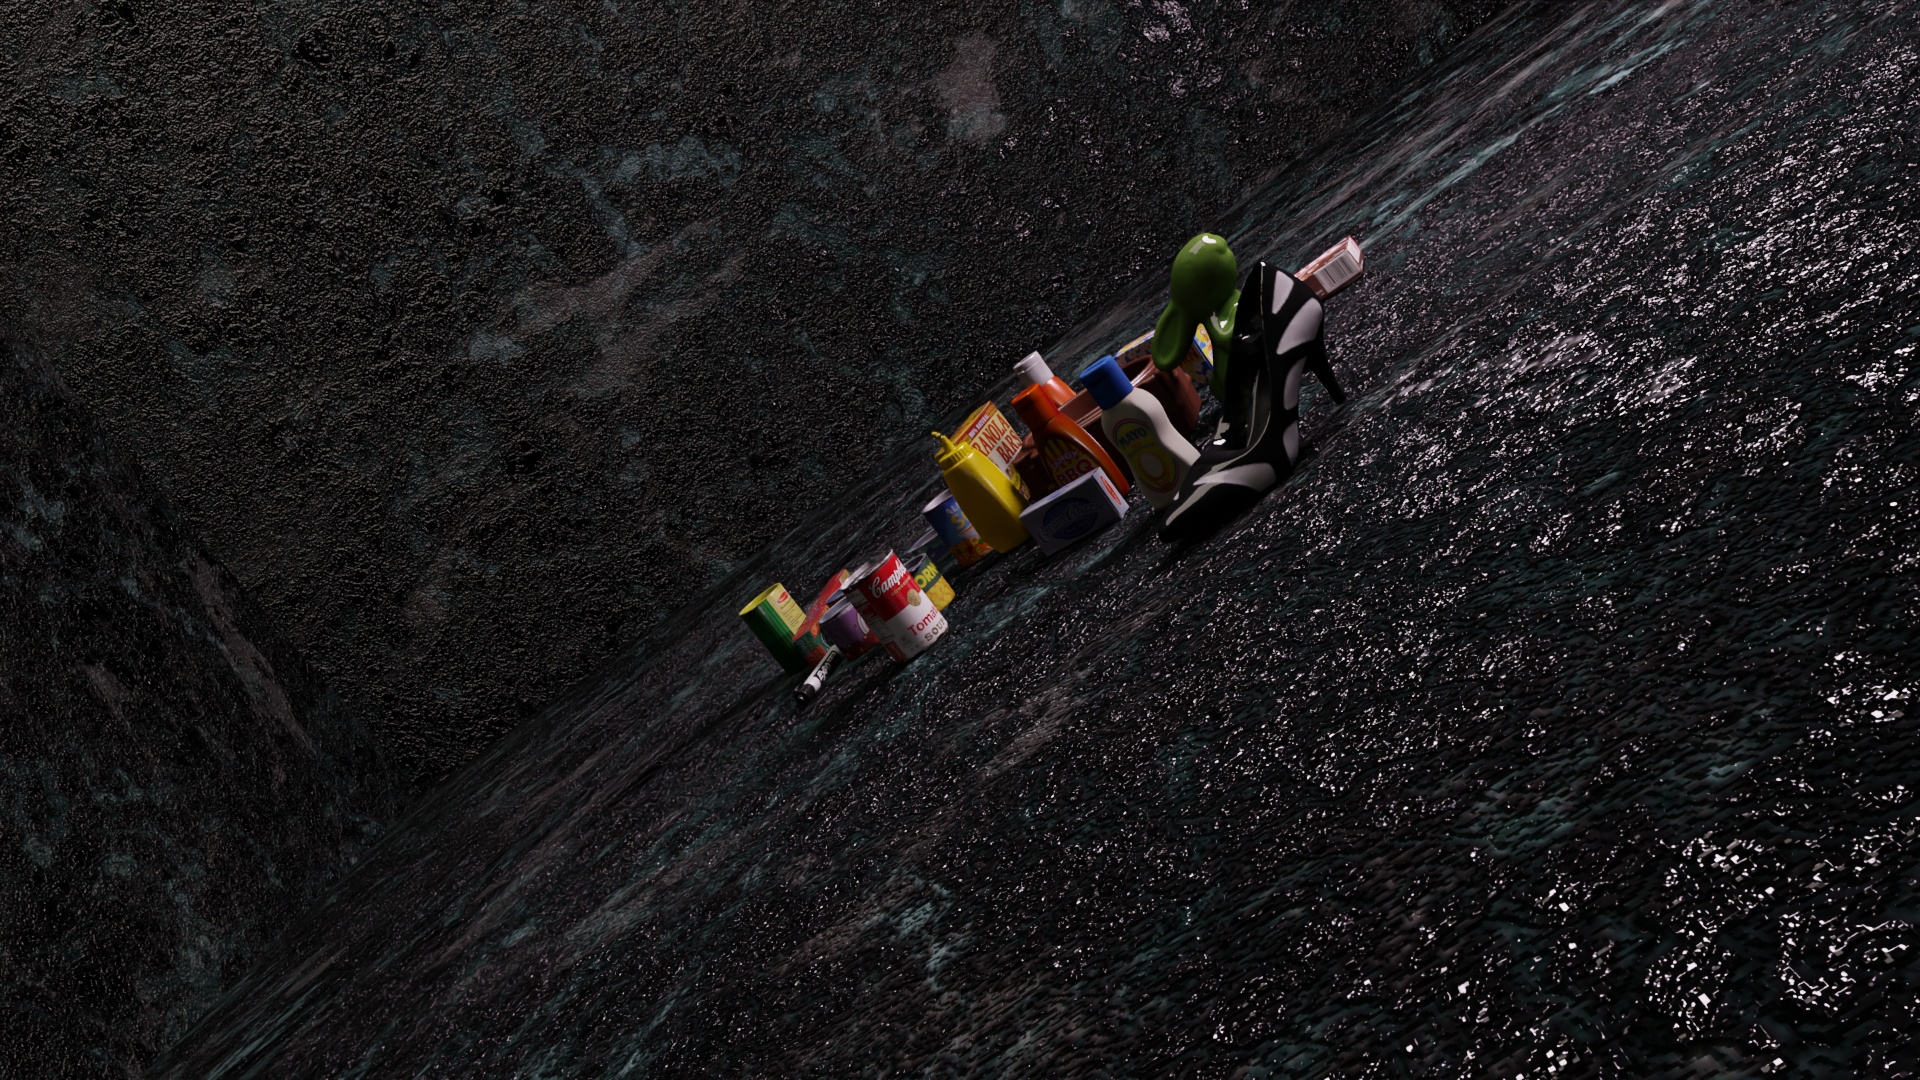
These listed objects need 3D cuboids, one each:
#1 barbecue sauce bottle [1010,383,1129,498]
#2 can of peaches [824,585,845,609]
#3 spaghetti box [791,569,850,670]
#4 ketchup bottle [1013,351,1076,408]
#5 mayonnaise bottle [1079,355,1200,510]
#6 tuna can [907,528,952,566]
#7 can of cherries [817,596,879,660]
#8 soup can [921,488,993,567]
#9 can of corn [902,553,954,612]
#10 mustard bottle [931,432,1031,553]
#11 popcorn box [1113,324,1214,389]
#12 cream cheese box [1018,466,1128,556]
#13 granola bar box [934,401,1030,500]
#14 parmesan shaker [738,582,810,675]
[{"bbox_3d":[0.110,-0.094,1.443,0.064,0.148,0.044,-32,11,28],"label":"barbecue sauce bottle"},{"bbox_3d":[-0.125,0.080,1.718,0.071,0.058,0.071,-36,10,7],"label":"can of peaches"},{"bbox_3d":[-0.168,0.100,1.806,0.028,0.050,0.251,-35,10,14],"label":"spaghetti box"},{"bbox_3d":[0.123,-0.165,1.729,0.044,0.148,0.064,-44,11,-35],"label":"ketchup bottle"},{"bbox_3d":[0.165,-0.100,1.278,0.064,0.148,0.041,-29,12,40],"label":"mayonnaise bottle"},{"bbox_3d":[-0.032,0.007,1.810,0.071,0.033,0.071,-36,10,7],"label":"tuna can"},{"bbox_3d":[-0.122,0.098,1.627,0.071,0.058,0.071,-36,10,7],"label":"can of cherries"},{"bbox_3d":[0.006,-0.021,1.657,0.071,0.083,0.071,-36,9,7],"label":"soup can"},{"bbox_3d":[-0.047,0.057,1.556,0.071,0.058,0.071,-36,10,7],"label":"can of corn"},{"bbox_3d":[0.021,-0.062,1.571,0.065,0.160,0.049,-30,12,36],"label":"mustard bottle"},{"bbox_3d":[0.258,-0.220,1.699,0.126,0.085,0.038,-25,15,51],"label":"popcorn box"},{"bbox_3d":[0.113,-0.028,1.401,0.103,0.053,0.024,-30,12,37],"label":"cream cheese box"},{"bbox_3d":[0.040,-0.095,1.766,0.039,0.124,0.166,-32,11,27],"label":"granola bar box"},{"bbox_3d":[-0.227,0.116,1.779,0.071,0.103,0.071,-36,9,7],"label":"parmesan shaker"}]
